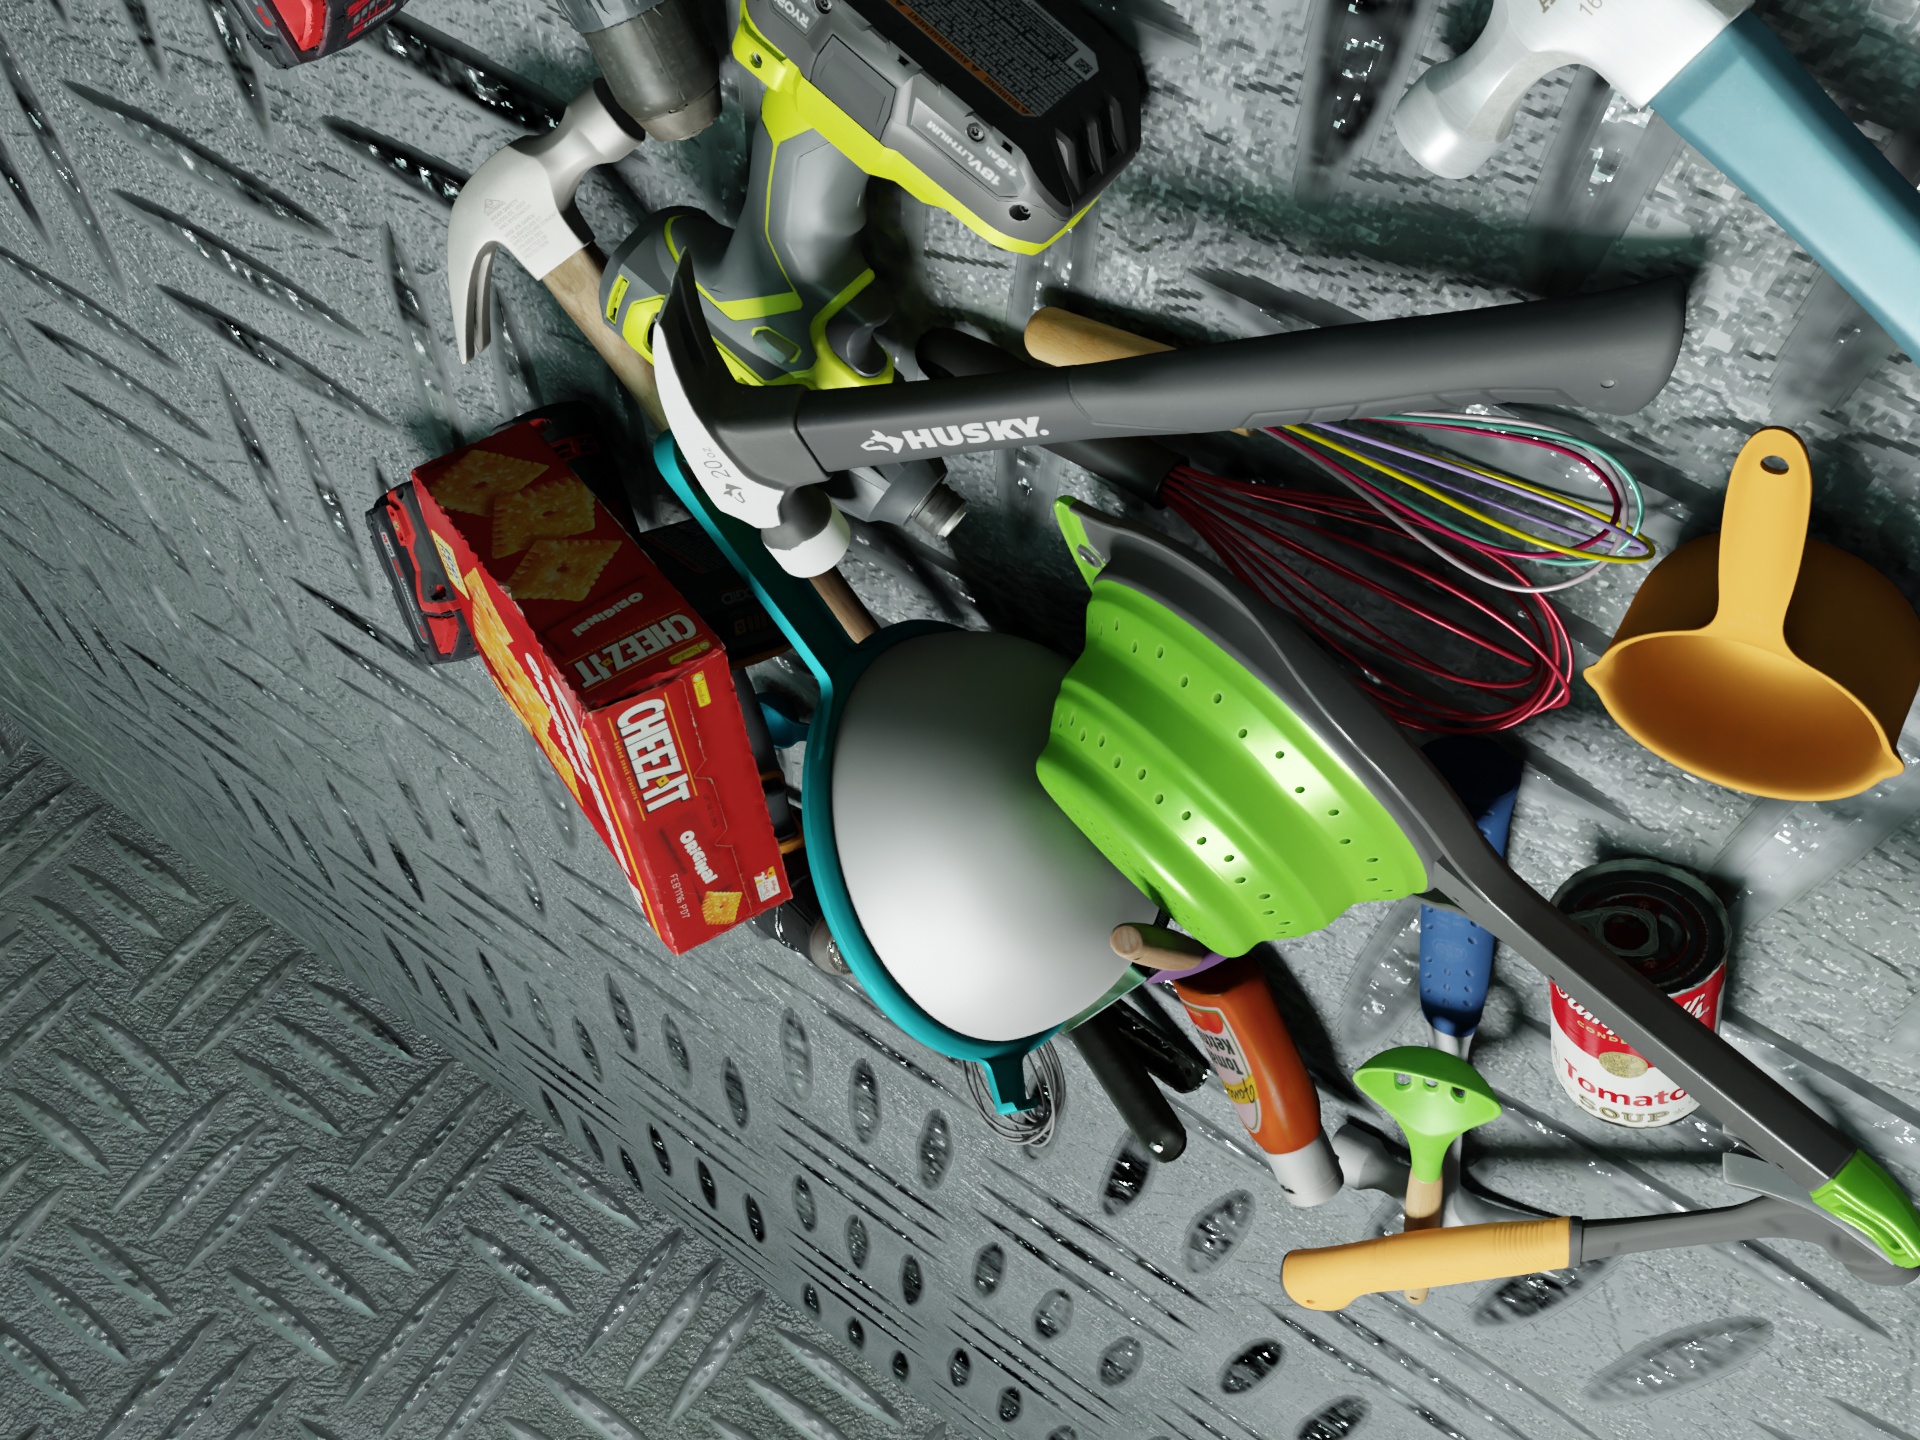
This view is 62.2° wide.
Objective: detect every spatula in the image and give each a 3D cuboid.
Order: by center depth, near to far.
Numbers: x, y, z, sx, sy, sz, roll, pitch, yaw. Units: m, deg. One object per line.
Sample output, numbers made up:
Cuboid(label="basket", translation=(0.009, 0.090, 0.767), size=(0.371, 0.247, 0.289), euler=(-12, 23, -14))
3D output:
Cuboid(label="spatula", translation=(0.099, 0.108, 0.732), size=(0.018, 0.060, 0.315), euler=(66, -171, 15))

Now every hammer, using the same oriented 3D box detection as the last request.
Cuboid(label="hammer", translation=(0.261, -0.081, 0.392), size=(0.331, 0.033, 0.128), euler=(47, 145, 3))
Cuboid(label="hammer", translation=(0.055, -0.110, 0.523), size=(0.335, 0.035, 0.146), euler=(-2, 149, 23))
Cuboid(label="hammer", translation=(-0.112, -0.115, 0.741), size=(0.130, 0.031, 0.331), euler=(-28, 111, 23))
Cuboid(label="hammer", translation=(0.248, 0.156, 0.787), size=(0.144, 0.035, 0.405), euler=(22, 146, 30))
Cuboid(label="hammer", translation=(0.284, 0.264, 0.804), size=(0.127, 0.034, 0.337), euler=(32, 143, -21))

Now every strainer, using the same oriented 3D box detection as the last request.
Cuboid(label="strainer", translation=(-0.001, -0.002, 0.700), size=(0.095, 0.211, 0.340), euler=(-16, 121, 37))

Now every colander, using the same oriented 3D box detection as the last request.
Cuboid(label="colander", translation=(0.151, 0.074, 0.589), size=(0.397, 0.094, 0.204), euler=(43, 176, 26))

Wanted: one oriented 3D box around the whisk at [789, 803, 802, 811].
Cuboid(label="whisk", translation=(-0.172, 0.048, 1.108), size=(0.285, 0.070, 0.070), euler=(20, 146, 23))

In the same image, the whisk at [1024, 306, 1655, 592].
Cuboid(label="whisk", translation=(0.123, -0.104, 0.560), size=(0.245, 0.047, 0.051), euler=(27, 151, 28))

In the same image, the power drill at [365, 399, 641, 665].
Cuboid(label="power drill", translation=(-0.263, -0.098, 0.948), size=(0.220, 0.078, 0.143), euler=(-6, 106, 50))

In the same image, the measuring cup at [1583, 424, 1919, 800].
Cuboid(label="measuring cup", translation=(0.242, -0.043, 0.471), size=(0.095, 0.052, 0.173), euler=(22, 157, 32))

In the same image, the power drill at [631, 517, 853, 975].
Cuboid(label="power drill", translation=(-0.108, 0.018, 0.851), size=(0.185, 0.084, 0.226), euler=(32, 136, 56))

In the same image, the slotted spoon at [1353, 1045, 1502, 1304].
Cuboid(label="slotted spoon", translation=(0.248, 0.252, 0.856), size=(0.070, 0.031, 0.313), euler=(9, 143, 21))

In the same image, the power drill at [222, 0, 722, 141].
Cuboid(label="power drill", translation=(-0.200, -0.310, 0.614), size=(0.227, 0.080, 0.187), euler=(10, 140, 37))

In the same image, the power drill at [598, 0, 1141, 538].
Cuboid(label="power drill", translation=(-0.035, -0.171, 0.585), size=(0.171, 0.080, 0.223), euler=(40, 146, -1))

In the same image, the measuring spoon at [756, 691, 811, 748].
Cuboid(label="measuring spoon", translation=(-0.079, 0.003, 0.977), size=(0.129, 0.021, 0.042), euler=(10, 140, 28))

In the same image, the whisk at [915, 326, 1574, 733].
Cuboid(label="whisk", translation=(0.097, -0.081, 0.609), size=(0.296, 0.073, 0.073), euler=(34, 151, 23))

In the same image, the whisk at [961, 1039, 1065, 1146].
Cuboid(label="whisk", translation=(0.004, 0.131, 0.913), size=(0.055, 0.055, 0.239), euler=(102, 151, -58))
